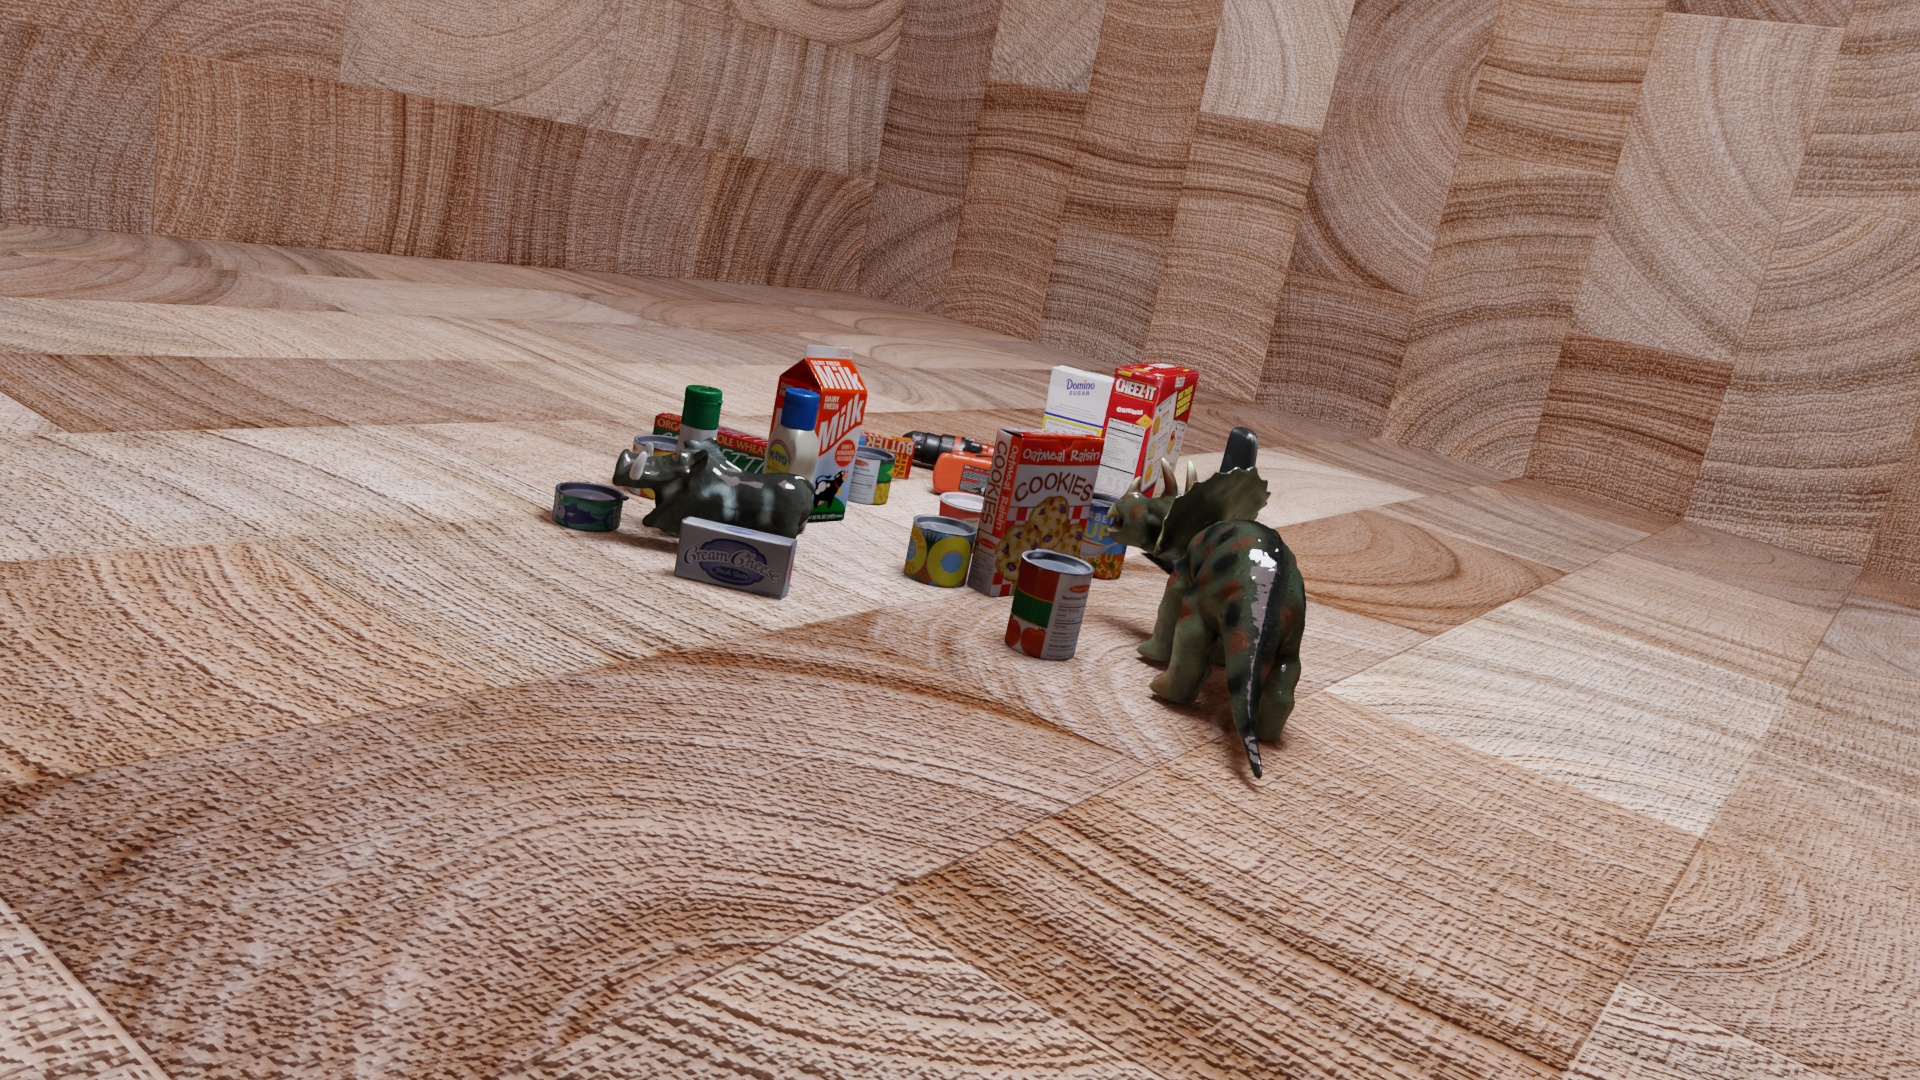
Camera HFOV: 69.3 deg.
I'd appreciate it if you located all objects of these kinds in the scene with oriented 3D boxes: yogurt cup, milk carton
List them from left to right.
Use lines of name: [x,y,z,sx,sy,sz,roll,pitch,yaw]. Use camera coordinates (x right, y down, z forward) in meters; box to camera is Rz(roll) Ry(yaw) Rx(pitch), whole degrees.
milk carton: [-0.160,-0.121,1.532,0.073,0.190,0.072,22,18,38]
yogurt cup: [0.006,-0.019,1.547,0.072,0.053,0.072,11,14,-3]

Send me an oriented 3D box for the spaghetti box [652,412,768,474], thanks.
spaghetti box: [-0.257,-0.100,1.659,0.250,0.050,0.029,16,15,16]

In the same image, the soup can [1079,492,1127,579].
soup can: [0.154,-0.005,1.550,0.071,0.083,0.071,11,14,-3]

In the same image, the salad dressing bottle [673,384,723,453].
salad dressing bottle: [-0.264,-0.079,1.378,0.044,0.147,0.064,13,14,7]

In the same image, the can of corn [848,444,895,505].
can of corn: [-0.114,-0.080,1.675,0.071,0.058,0.071,11,14,-3]

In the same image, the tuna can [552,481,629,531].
tuna can: [-0.361,-0.033,1.355,0.071,0.032,0.071,11,14,-3]

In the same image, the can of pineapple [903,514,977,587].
can of pineapple: [-0.022,0.010,1.404,0.071,0.057,0.071,11,14,-3]

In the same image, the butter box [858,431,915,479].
butter box: [-0.114,-0.113,1.812,0.103,0.053,0.024,6,15,-20]

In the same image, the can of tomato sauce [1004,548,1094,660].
can of tomato sauce: [0.078,0.057,1.252,0.071,0.083,0.071,11,14,-3]

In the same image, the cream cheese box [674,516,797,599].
cream cheese box: [-0.203,0.016,1.252,0.104,0.053,0.024,12,14,4]

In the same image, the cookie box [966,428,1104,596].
cookie box: [0.078,-0.029,1.414,0.123,0.167,0.040,-2,19,-43]

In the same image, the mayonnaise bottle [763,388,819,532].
mayonnaise bottle: [-0.179,-0.085,1.465,0.041,0.147,0.065,-3,20,-45]

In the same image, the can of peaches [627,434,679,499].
can of peaches: [-0.323,-0.079,1.510,0.071,0.058,0.071,11,14,-3]

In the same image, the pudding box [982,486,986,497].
pudding box: [0.066,-0.036,1.664,0.084,0.049,0.030,3,16,-30]
